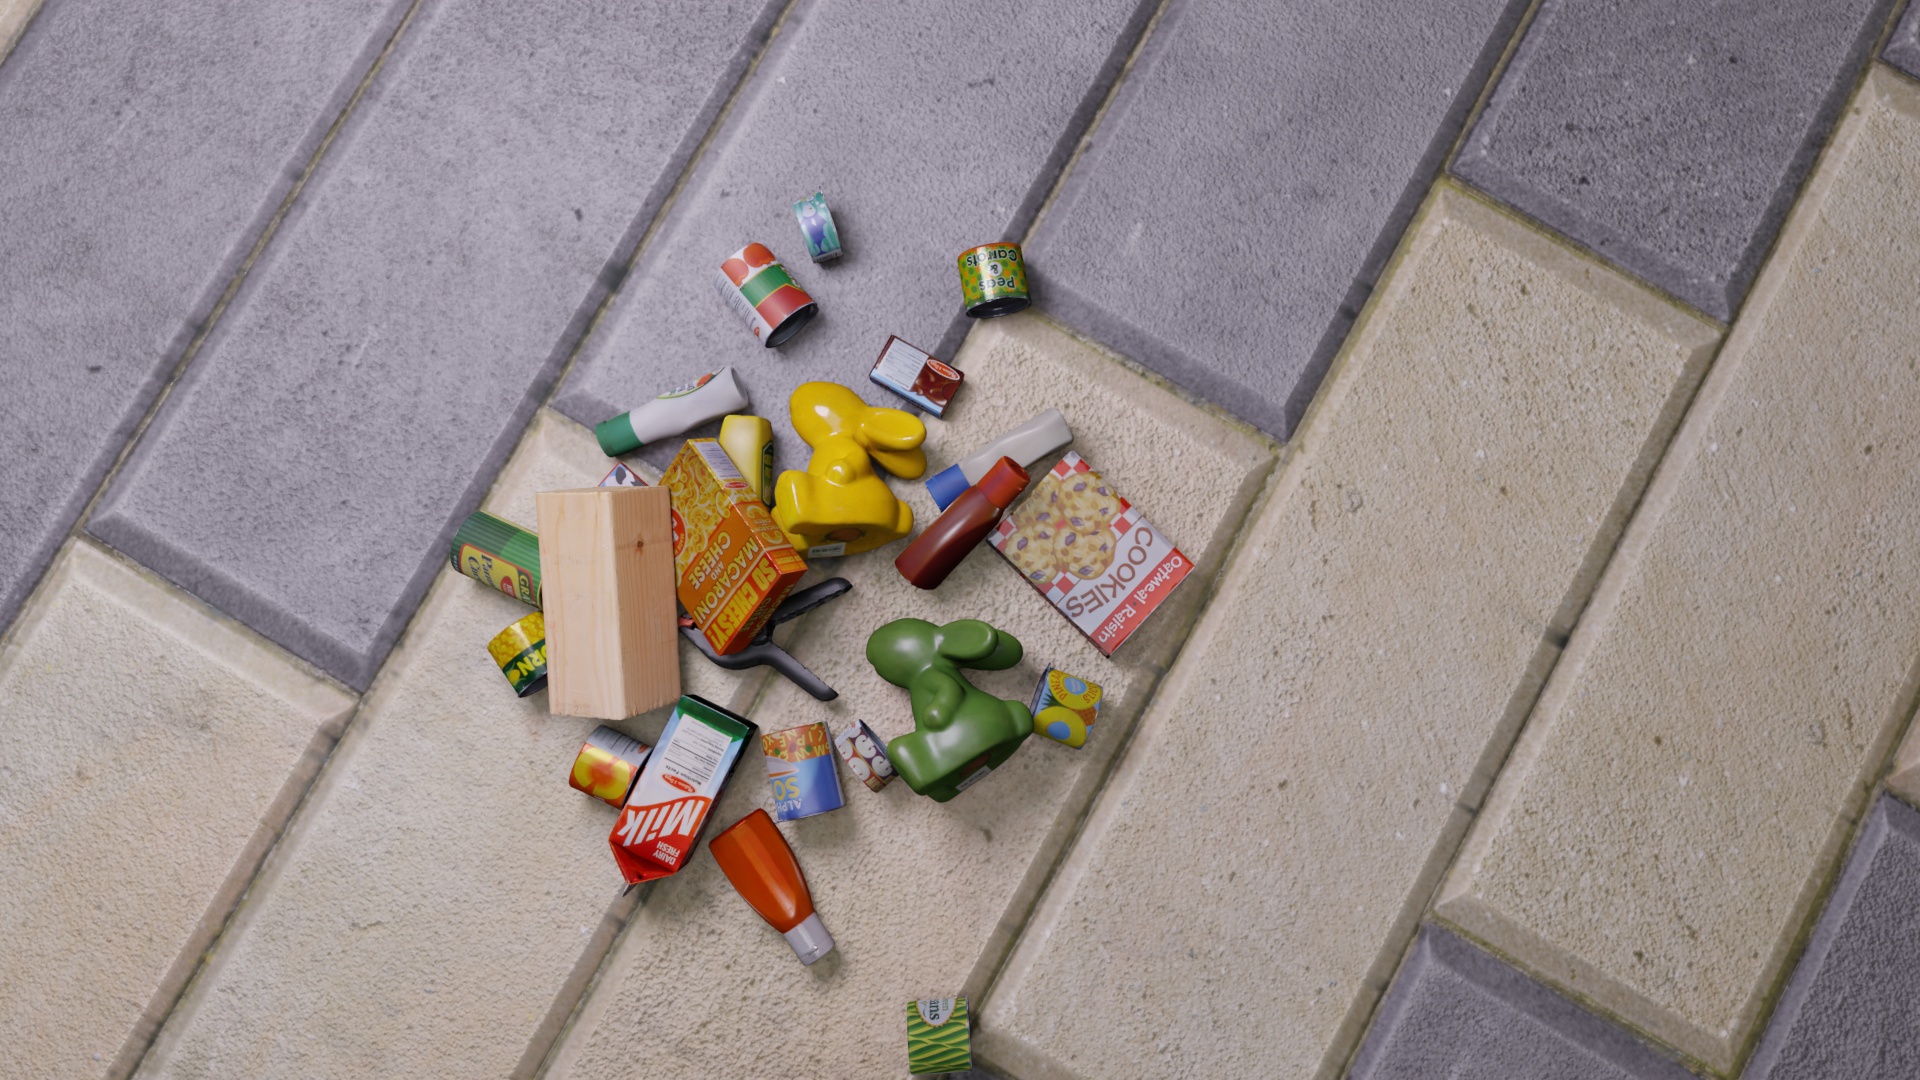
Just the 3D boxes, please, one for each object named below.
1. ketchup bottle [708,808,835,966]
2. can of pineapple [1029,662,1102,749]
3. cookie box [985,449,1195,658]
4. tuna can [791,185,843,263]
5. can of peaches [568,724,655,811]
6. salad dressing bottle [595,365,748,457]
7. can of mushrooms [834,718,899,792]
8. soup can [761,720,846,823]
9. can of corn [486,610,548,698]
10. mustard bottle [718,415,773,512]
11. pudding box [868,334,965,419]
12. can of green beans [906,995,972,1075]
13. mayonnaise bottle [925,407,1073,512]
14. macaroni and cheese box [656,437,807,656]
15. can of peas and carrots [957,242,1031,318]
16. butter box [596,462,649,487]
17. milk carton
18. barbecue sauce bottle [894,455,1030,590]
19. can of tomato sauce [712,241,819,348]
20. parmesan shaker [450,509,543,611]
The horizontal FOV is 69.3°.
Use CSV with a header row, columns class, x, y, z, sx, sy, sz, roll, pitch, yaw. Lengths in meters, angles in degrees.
class,x,y,z,sx,sy,sz,roll,pitch,yaw
ketchup bottle,-0.174,0.332,1.319,0.065,0.043,0.149,-34,86,-3
can of pineapple,0.099,0.159,1.329,0.058,0.071,0.071,20,84,0
cookie box,0.127,0.014,1.360,0.167,0.040,0.123,44,85,5
tuna can,-0.142,-0.312,1.376,0.033,0.071,0.071,-19,85,-2
can of peaches,-0.331,0.218,1.318,0.058,0.071,0.071,25,85,2
salad dressing bottle,-0.283,-0.124,1.360,0.147,0.064,0.044,-22,107,5
can of mushrooms,-0.086,0.207,1.322,0.033,0.071,0.071,-39,86,-3
soup can,-0.152,0.219,1.319,0.071,0.071,0.084,-13,84,-2
can of corn,-0.408,0.107,1.326,0.071,0.071,0.058,-35,85,-4
mustard bottle,-0.209,-0.040,1.351,0.049,0.065,0.160,2,90,6
pudding box,-0.043,-0.162,1.381,0.084,0.030,0.050,28,83,2
can of green beans,-0.019,0.462,1.297,0.058,0.071,0.071,-3,84,-1
mayonnaise bottle,0.038,-0.078,1.359,0.148,0.065,0.041,-30,98,1
macaroni and cheese box,-0.228,0.005,1.305,0.167,0.040,0.123,52,122,20
can of peas and carrots,0.033,-0.257,1.371,0.071,0.071,0.059,-10,84,-2
butter box,-0.348,-0.022,1.364,0.053,0.024,0.103,41,85,3
milk carton,-0.270,0.246,1.313,0.073,0.072,0.191,26,83,1
barbecue sauce bottle,0.005,-0.017,1.326,0.148,0.065,0.044,-46,69,17
can of tomato sauce,-0.191,-0.243,1.370,0.071,0.071,0.083,-40,85,-4
parmesan shaker,-0.426,0.021,1.331,0.103,0.071,0.071,22,84,13
